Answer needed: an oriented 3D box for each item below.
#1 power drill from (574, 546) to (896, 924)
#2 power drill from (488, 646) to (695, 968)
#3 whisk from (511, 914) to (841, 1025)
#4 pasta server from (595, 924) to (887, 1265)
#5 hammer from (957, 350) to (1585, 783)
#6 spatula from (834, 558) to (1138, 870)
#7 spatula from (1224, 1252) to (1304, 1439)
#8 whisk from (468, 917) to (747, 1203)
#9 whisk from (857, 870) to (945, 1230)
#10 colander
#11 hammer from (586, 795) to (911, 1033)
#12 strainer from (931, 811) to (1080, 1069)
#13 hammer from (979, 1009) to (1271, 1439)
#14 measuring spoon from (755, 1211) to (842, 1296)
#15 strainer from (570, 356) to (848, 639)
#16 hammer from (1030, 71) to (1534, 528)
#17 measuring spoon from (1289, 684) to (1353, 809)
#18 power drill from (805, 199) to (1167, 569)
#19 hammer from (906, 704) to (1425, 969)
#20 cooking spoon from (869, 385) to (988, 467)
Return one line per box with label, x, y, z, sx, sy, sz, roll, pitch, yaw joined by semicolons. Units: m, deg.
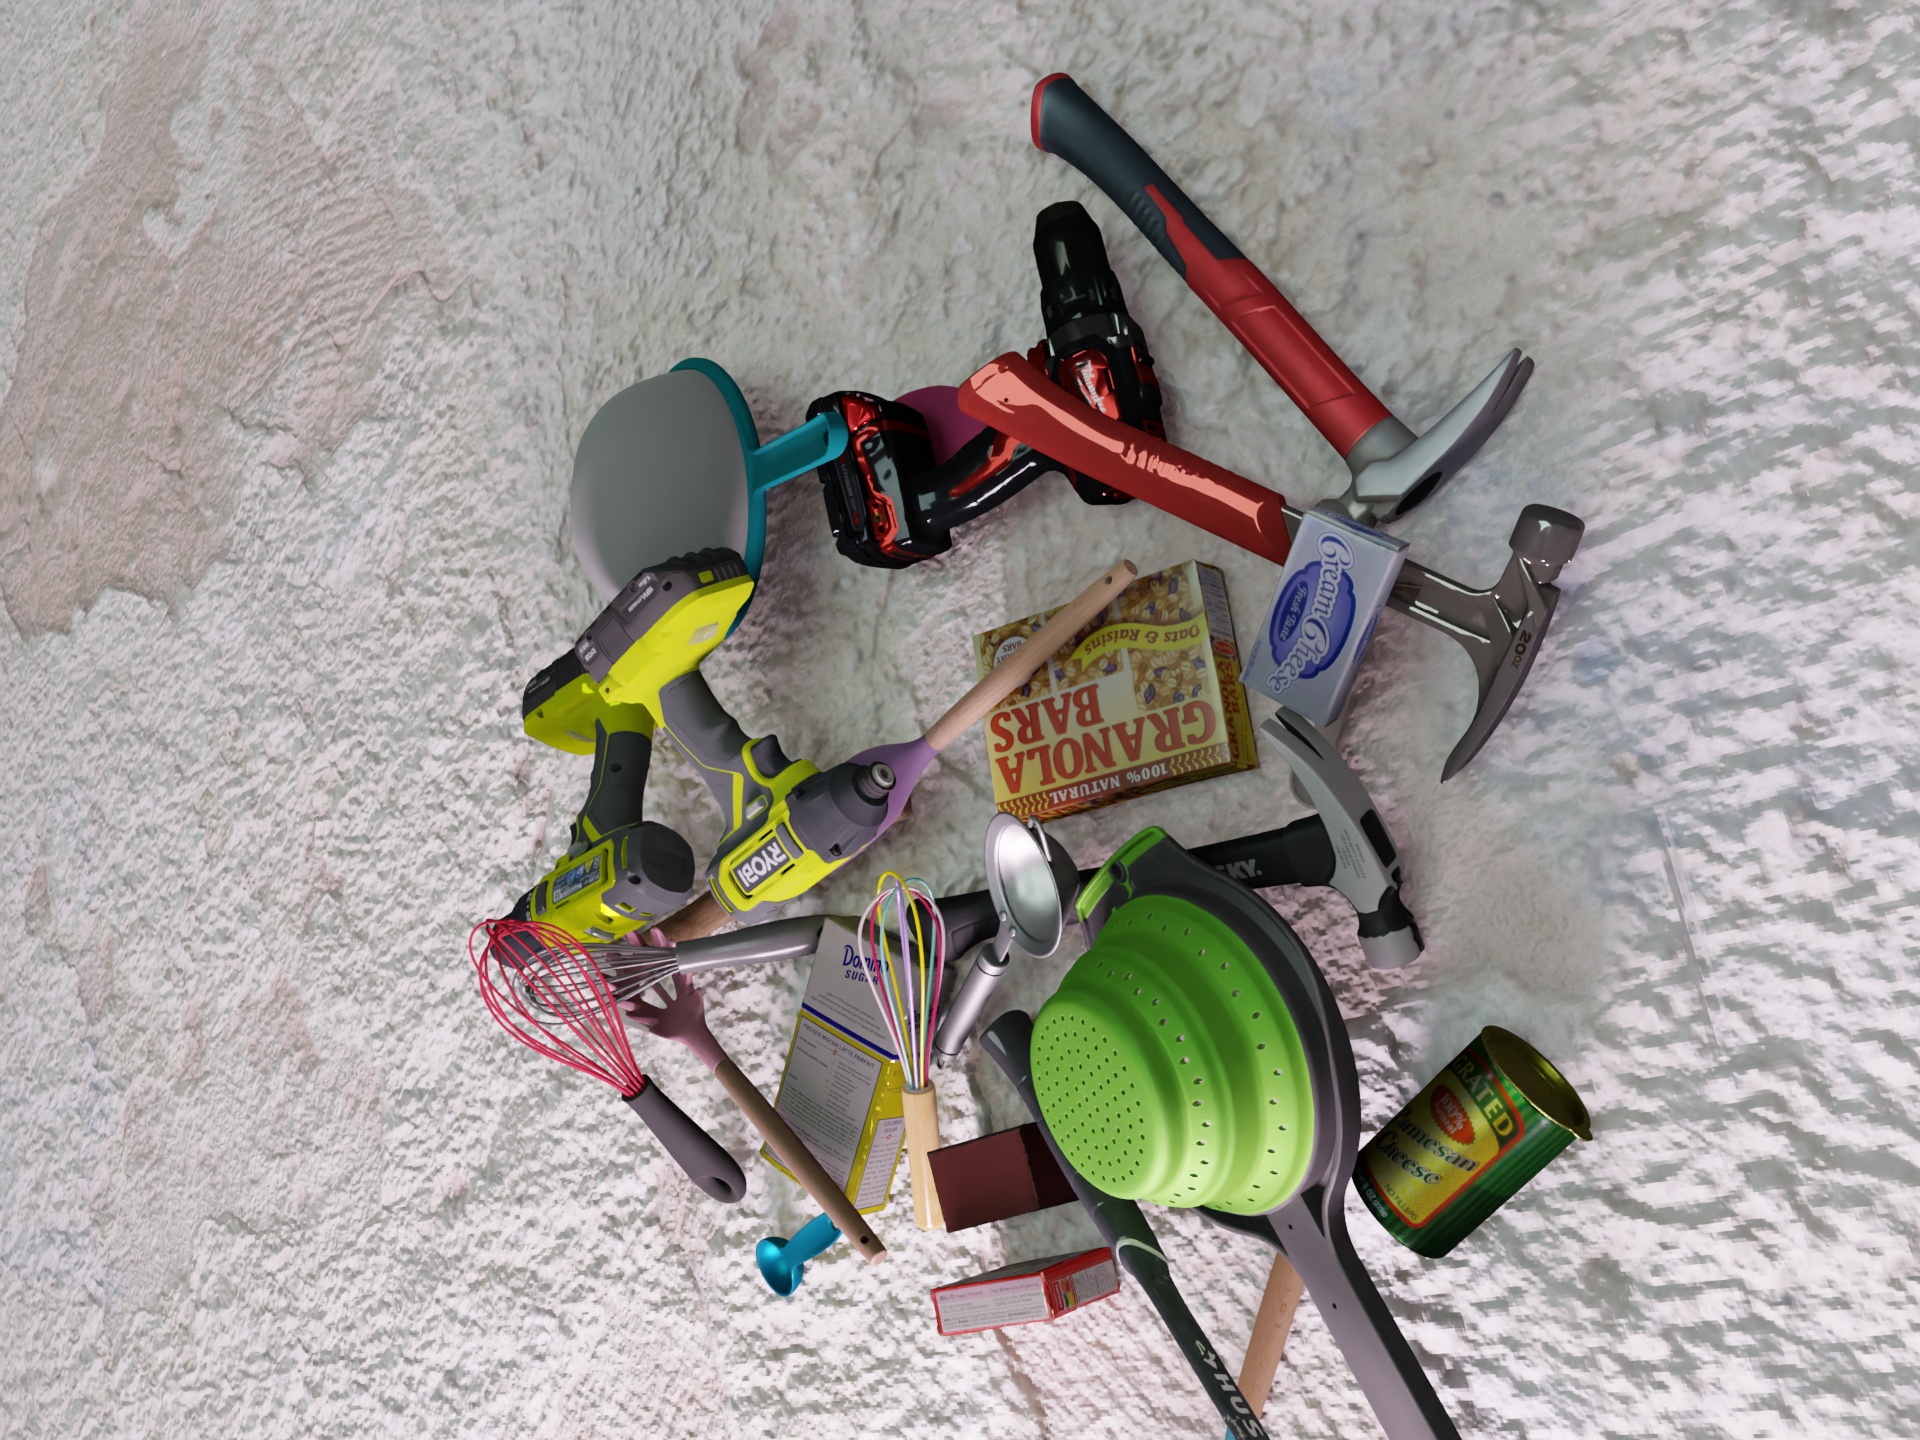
power drill;-0.144;0.005;1.047;0.171;0.080;0.223;-38;82;39
power drill;-0.278;0.065;1.181;0.190;0.080;0.229;-28;52;32
whisk;-0.192;0.167;1.099;0.239;0.055;0.055;-11;76;1
pasta server;-0.149;0.248;1.072;0.060;0.040;0.316;-40;52;-13
hammer;0.146;-0.109;0.878;0.359;0.036;0.149;30;117;25
spatula;-0.002;-0.003;1.000;0.316;0.018;0.060;-41;62;34
spatula;0.157;0.364;0.871;0.082;0.044;0.317;20;96;42
whisk;-0.229;0.236;1.071;0.073;0.295;0.073;-24;31;15
whisk;-0.029;0.208;1.000;0.047;0.051;0.245;5;108;30
colander;0.139;0.250;0.803;0.397;0.094;0.204;62;145;21
hammer;-0.160;0.128;1.152;0.331;0.031;0.130;-33;66;31
strainer;0.023;0.138;0.959;0.087;0.050;0.258;59;143;32
hammer;0.111;0.303;0.850;0.036;0.149;0.409;-54;41;16
measuring spoon;-0.101;0.351;1.070;0.042;0.021;0.128;57;136;15
strainer;-0.194;-0.162;1.100;0.340;0.095;0.211;-8;88;58
hammer;0.163;-0.276;0.938;0.143;0.038;0.387;-46;60;24
measuring spoon;0.212;-0.010;0.890;0.034;0.018;0.124;8;84;38
power drill;0.016;-0.205;1.010;0.227;0.080;0.188;-17;82;30
hammer;0.095;0.093;0.934;0.335;0.035;0.146;-17;100;40
cooking spoon;-0.105;-0.193;1.152;0.319;0.017;0.069;0;91;38
